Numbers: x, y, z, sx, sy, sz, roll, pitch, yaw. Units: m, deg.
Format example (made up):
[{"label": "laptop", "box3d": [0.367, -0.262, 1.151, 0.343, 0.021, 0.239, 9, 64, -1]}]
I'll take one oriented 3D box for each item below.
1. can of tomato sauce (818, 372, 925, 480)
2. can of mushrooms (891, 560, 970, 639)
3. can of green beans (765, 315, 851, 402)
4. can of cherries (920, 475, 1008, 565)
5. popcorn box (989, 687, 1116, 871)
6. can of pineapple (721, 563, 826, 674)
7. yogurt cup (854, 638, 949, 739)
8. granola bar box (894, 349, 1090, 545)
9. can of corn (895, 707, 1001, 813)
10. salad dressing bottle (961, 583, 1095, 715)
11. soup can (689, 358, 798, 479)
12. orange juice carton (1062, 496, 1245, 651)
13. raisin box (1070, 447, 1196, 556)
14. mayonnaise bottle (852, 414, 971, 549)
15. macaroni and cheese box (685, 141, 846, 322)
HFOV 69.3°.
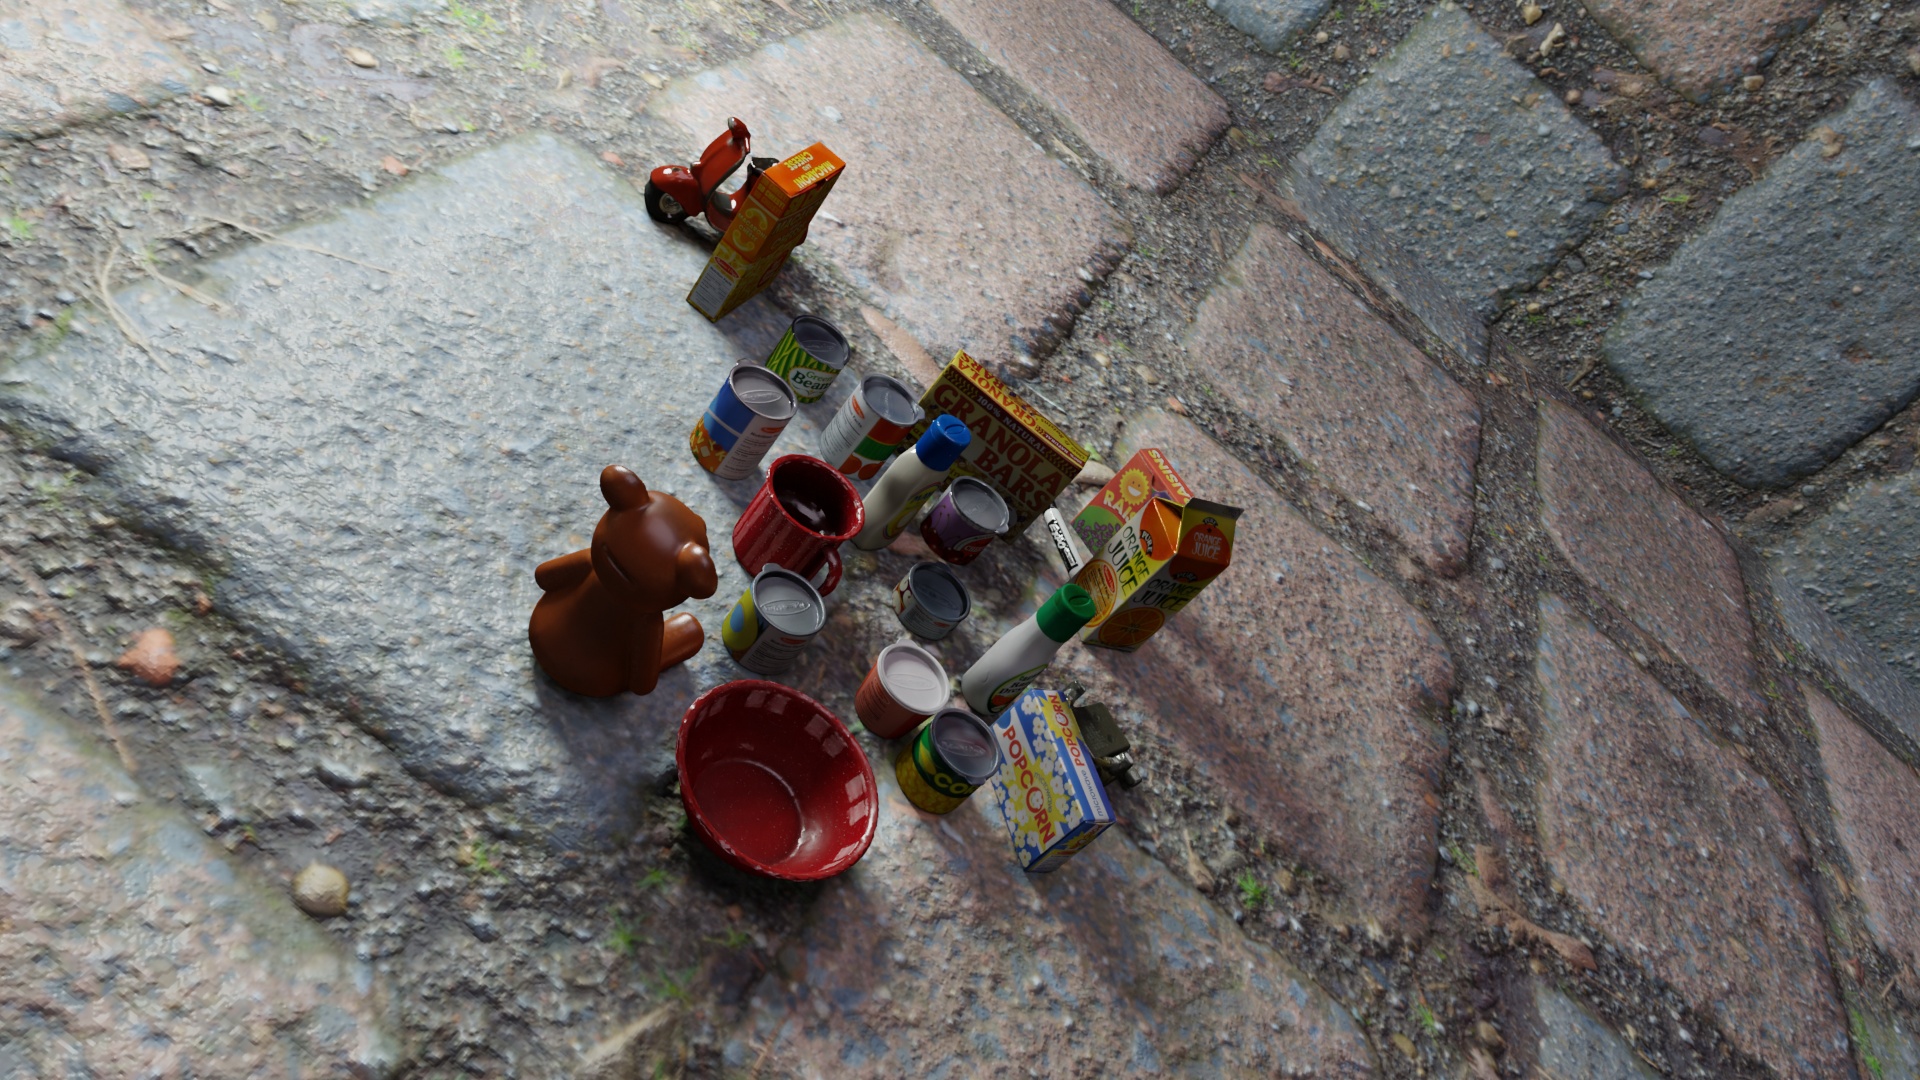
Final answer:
[{"label": "can of tomato sauce", "box3d": [-0.085, -0.107, 1.325, 0.071, 0.082, 0.071, 25, 39, -22]}, {"label": "can of mushrooms", "box3d": [-0.026, 0.053, 1.255, 0.071, 0.033, 0.071, 25, 39, -22]}, {"label": "can of green beans", "box3d": [-0.150, -0.177, 1.360, 0.071, 0.057, 0.071, 25, 39, -22]}, {"label": "can of cherries", "box3d": [0.005, -0.017, 1.335, 0.071, 0.058, 0.072, 25, 39, -22]}, {"label": "popcorn box", "box3d": [0.069, 0.198, 1.148, 0.038, 0.085, 0.127, 8, 47, -38]}, {"label": "can of pineapple", "box3d": [-0.149, 0.064, 1.109, 0.071, 0.057, 0.071, 25, 39, -22]}, {"label": "yogurt cup", "box3d": [-0.050, 0.126, 1.138, 0.072, 0.053, 0.073, 25, 39, -22]}, {"label": "granola bar box", "box3d": [0.026, -0.090, 1.375, 0.165, 0.123, 0.039, 38, 36, -5]}, {"label": "can of corn", "box3d": [-0.010, 0.180, 1.116, 0.071, 0.058, 0.071, 25, 39, -22]}, {"label": "salad dressing bottle", "box3d": [0.058, 0.094, 1.193, 0.064, 0.147, 0.044, -7, 58, -47]}, {"label": "soup can", "box3d": [-0.193, -0.106, 1.224, 0.071, 0.083, 0.072, 25, 39, -22]}, {"label": "orange juice carton", "box3d": [0.190, 0.023, 1.351, 0.072, 0.191, 0.073, 13, 44, -34]}, {"label": "raisin box", "box3d": [0.183, -0.026, 1.455, 0.040, 0.122, 0.086, -9, 59, -48]}, {"label": "mayonnaise bottle", "box3d": [-0.045, -0.052, 1.249, 0.041, 0.147, 0.065, 52, 37, 14]}, {"label": "macaroni and cheese box", "box3d": [-0.189, -0.302, 1.362, 0.040, 0.165, 0.124, 40, 35, -2]}]
